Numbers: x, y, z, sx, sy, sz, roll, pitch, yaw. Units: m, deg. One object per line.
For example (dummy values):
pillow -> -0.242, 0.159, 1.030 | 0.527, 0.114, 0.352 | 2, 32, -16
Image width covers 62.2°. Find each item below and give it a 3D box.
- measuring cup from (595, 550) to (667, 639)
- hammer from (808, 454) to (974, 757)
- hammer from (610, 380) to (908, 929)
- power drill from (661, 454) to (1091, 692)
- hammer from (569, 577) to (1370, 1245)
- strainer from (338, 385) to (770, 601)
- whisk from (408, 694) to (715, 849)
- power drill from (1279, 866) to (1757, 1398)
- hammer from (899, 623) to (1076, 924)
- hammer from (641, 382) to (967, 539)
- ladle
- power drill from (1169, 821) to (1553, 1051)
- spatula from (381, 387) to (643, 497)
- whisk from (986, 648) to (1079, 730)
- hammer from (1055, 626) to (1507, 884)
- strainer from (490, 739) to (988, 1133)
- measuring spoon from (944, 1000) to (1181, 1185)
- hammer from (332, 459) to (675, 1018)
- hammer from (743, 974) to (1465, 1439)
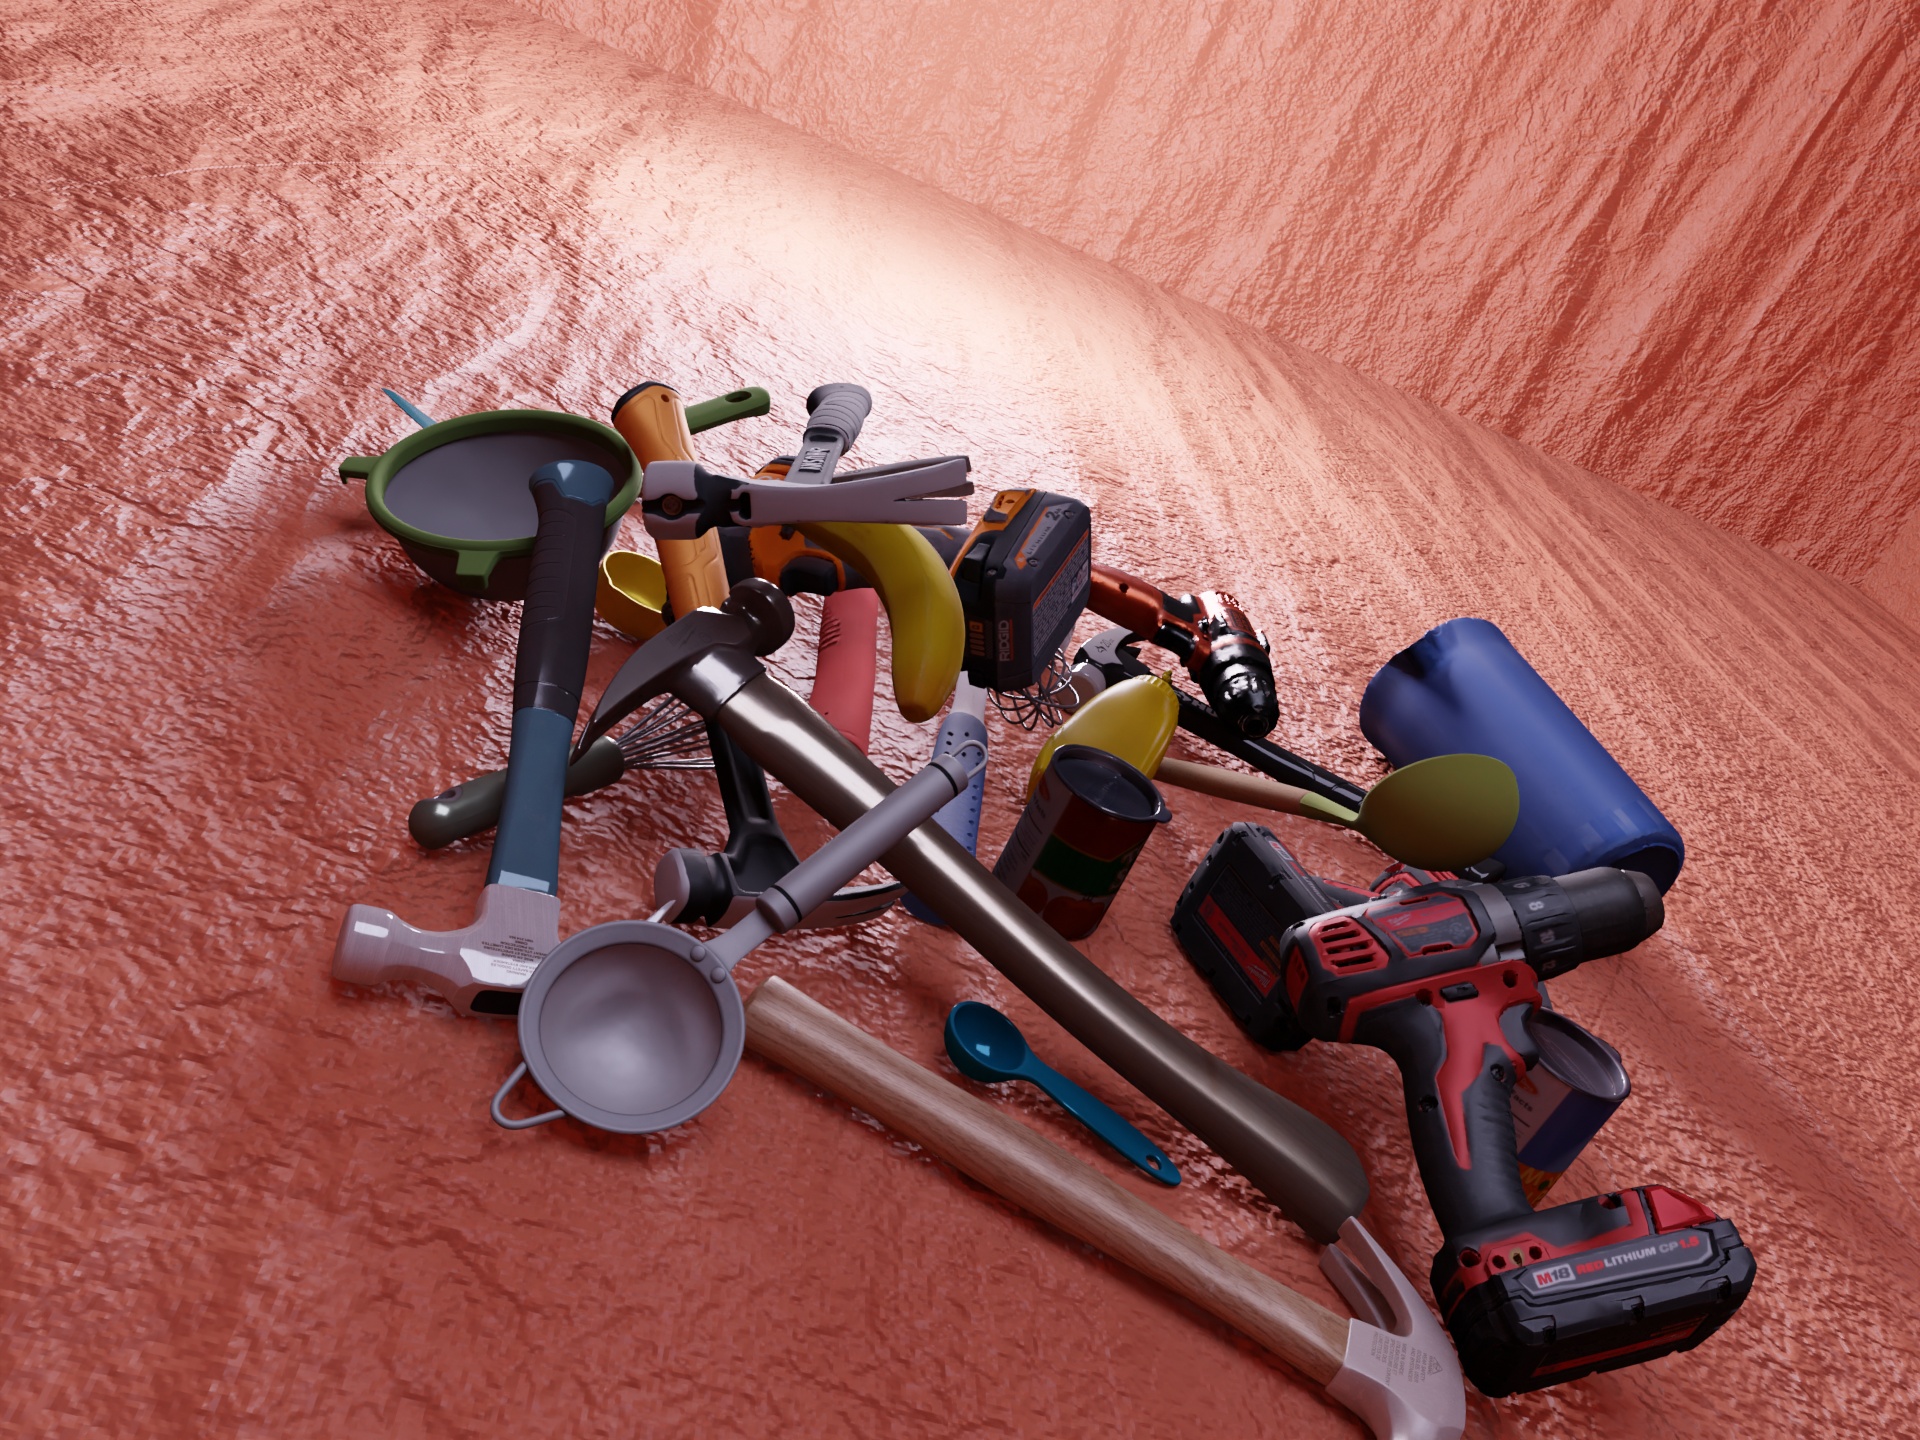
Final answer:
measuring cup -> -0.159, -0.037, 0.925 | 0.157, 0.029, 0.062 | 48, 29, 16
hammer -> -0.060, -0.075, 1.010 | 0.149, 0.036, 0.359 | -8, 33, 4
hammer -> -0.123, -0.045, 0.820 | 0.127, 0.034, 0.337 | 6, 51, -36
power drill -> -0.054, -0.083, 0.916 | 0.226, 0.084, 0.164 | 11, 37, 20
hammer -> 0.013, 0.098, 0.724 | 0.410, 0.038, 0.146 | 40, 39, 4
strainer -> -0.216, -0.134, 0.935 | 0.256, 0.069, 0.152 | -28, 48, -34
whisk -> -0.169, 0.018, 0.785 | 0.058, 0.059, 0.246 | -2, 13, 34
power drill -> 0.268, 0.168, 0.726 | 0.188, 0.080, 0.227 | -12, 51, -5
hammer -> -0.002, -0.003, 0.981 | 0.144, 0.035, 0.406 | 23, 26, -7
hammer -> -0.073, -0.159, 0.910 | 0.149, 0.036, 0.409 | -1, 18, -1
ladle -> 0.187, 0.033, 0.913 | 0.078, 0.062, 0.320 | 16, -1, -27
power drill -> 0.241, 0.132, 0.909 | 0.219, 0.078, 0.143 | 10, 30, -36
spatula -> -0.232, -0.171, 1.076 | 0.317, 0.044, 0.082 | -1, 30, -45
whisk -> 0.024, -0.061, 1.021 | 0.055, 0.055, 0.239 | 15, 24, -22
hammer -> 0.232, 0.031, 1.130 | 0.335, 0.035, 0.146 | 30, 27, 7
strainer -> -0.080, 0.084, 0.648 | 0.258, 0.050, 0.087 | -38, 76, -27
measuring spoon -> 0.043, 0.175, 0.719 | 0.128, 0.021, 0.042 | 37, 25, 1
hammer -> -0.192, -0.009, 0.732 | 0.128, 0.033, 0.331 | 18, 42, -24
hammer -> 0.054, 0.199, 0.658 | 0.331, 0.031, 0.130 | 29, 26, 7
